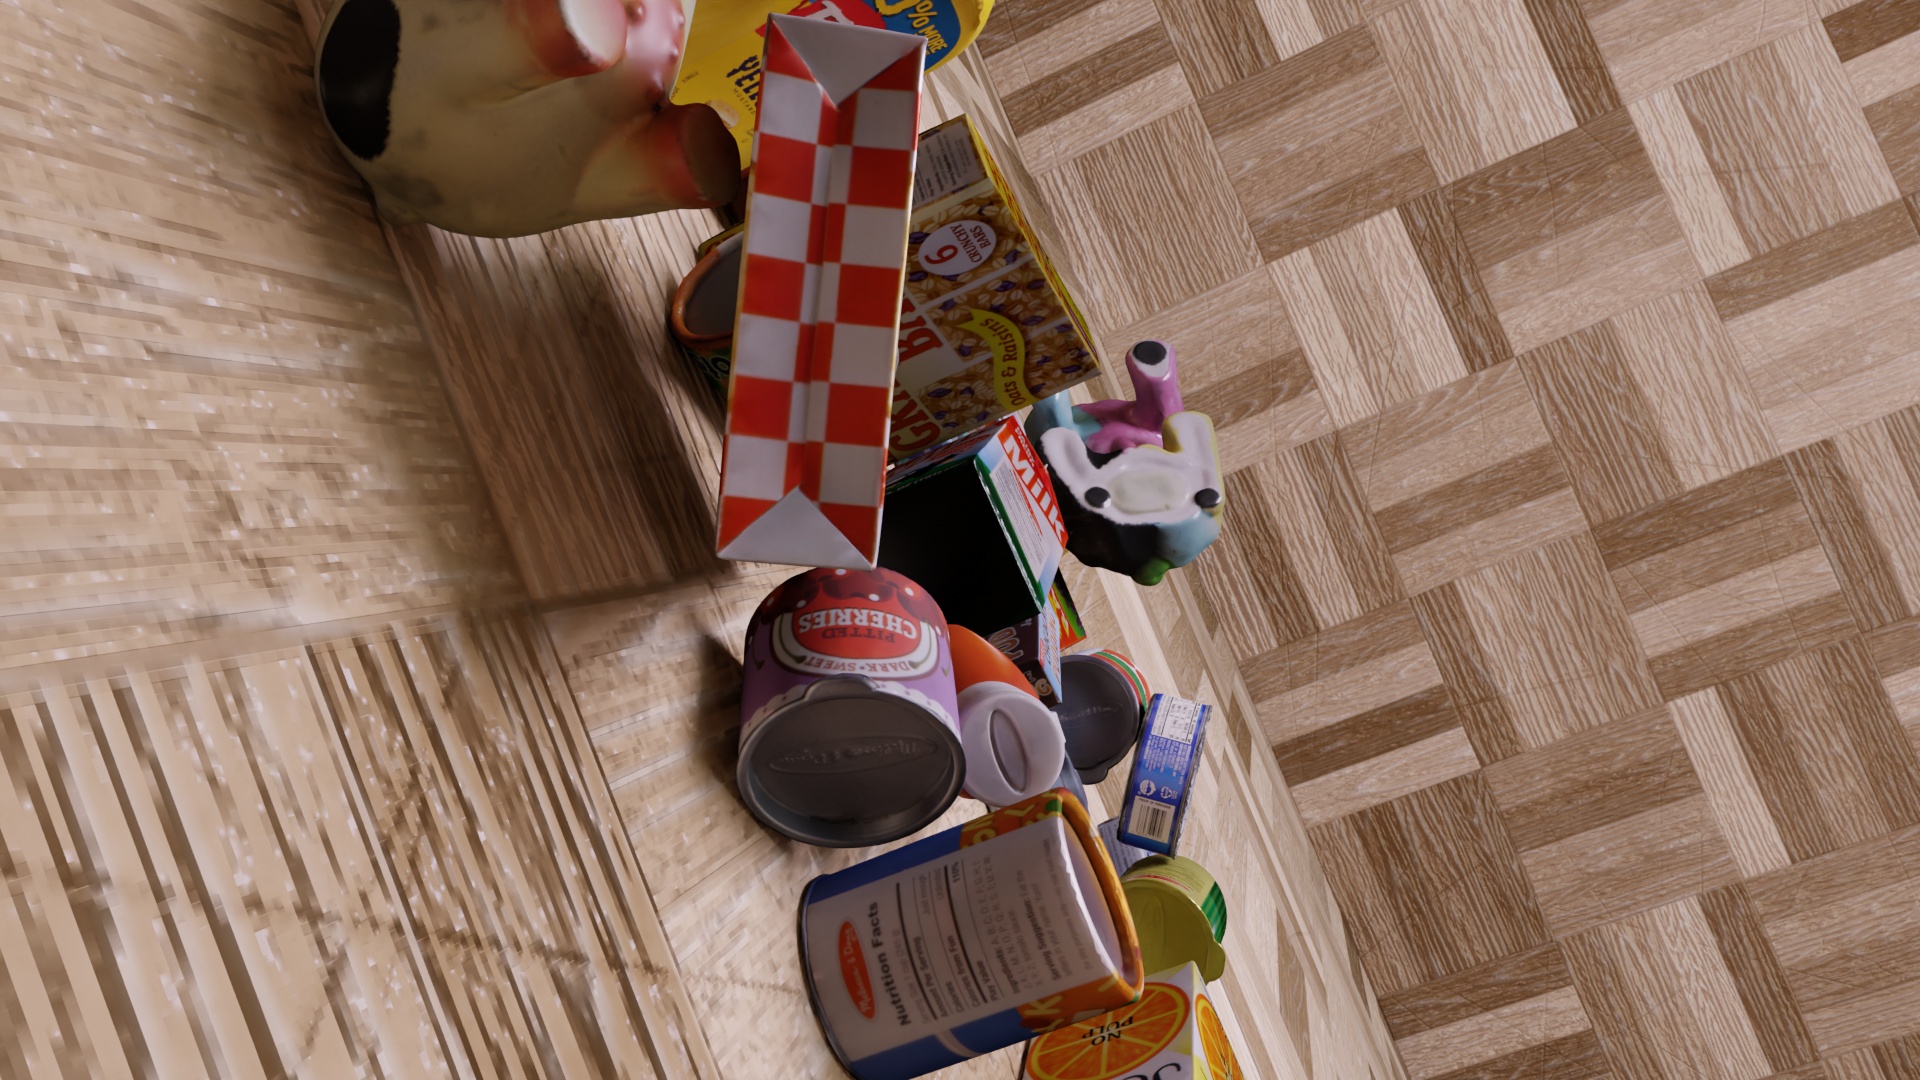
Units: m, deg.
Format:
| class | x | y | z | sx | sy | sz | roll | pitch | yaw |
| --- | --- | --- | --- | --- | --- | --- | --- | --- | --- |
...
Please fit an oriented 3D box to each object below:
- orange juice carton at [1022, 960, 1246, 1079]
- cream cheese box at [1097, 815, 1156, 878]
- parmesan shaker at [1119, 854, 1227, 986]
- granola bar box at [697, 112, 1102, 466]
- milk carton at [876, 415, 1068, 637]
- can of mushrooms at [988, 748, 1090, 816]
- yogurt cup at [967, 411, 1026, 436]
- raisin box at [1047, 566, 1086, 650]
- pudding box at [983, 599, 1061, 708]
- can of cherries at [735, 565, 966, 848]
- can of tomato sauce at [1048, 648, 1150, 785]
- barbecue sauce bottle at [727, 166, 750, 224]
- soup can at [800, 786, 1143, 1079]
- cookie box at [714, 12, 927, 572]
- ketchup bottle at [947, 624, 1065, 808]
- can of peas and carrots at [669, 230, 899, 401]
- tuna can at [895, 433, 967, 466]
| class | x | y | z | sx | sy | sz | roll | pitch | yaw |
| --- | --- | --- | --- | --- | --- | --- | --- | --- | --- |
| orange juice carton | 0.062 | 0.232 | 0.484 | 0.193 | 0.073 | 0.071 | -47 | 114 | -76 |
| cream cheese box | 0.113 | 0.221 | 0.835 | 0.053 | 0.024 | 0.104 | 52 | 19 | -51 |
| parmesan shaker | 0.107 | 0.205 | 0.730 | 0.103 | 0.071 | 0.071 | 21 | 47 | -74 |
| granola bar box | -0.020 | -0.101 | 0.615 | 0.165 | 0.124 | 0.039 | 45 | 24 | -60 |
| milk carton | 0.002 | -0.008 | 0.668 | 0.073 | 0.072 | 0.191 | 66 | 13 | -8 |
| can of mushrooms | 0.038 | 0.125 | 0.669 | 0.071 | 0.033 | 0.071 | 61 | 13 | -25 |
| yogurt cup | 0.003 | -0.073 | 0.826 | 0.072 | 0.054 | 0.072 | -24 | 91 | -78 |
| raisin box | 0.034 | 0.029 | 0.811 | 0.123 | 0.040 | 0.086 | 0 | 68 | -76 |
| pudding box | 0.021 | 0.056 | 0.684 | 0.084 | 0.049 | 0.030 | -83 | 150 | -65 |
| can of cherries | -0.033 | 0.047 | 0.419 | 0.059 | 0.071 | 0.071 | -97 | 161 | -52 |
| can of tomato sauce | 0.074 | 0.098 | 0.793 | 0.083 | 0.071 | 0.071 | 7 | 61 | -77 |
| barbecue sauce bottle | -0.074 | -0.151 | 0.633 | 0.148 | 0.065 | 0.044 | 43 | 23 | -42 |
| soup can | 0.005 | 0.119 | 0.419 | 0.071 | 0.083 | 0.071 | -24 | 91 | -79 |
| cookie box | -0.043 | -0.056 | 0.390 | 0.167 | 0.040 | 0.123 | -177 | -88 | -81 |
| ketchup bottle | 0.006 | 0.065 | 0.505 | 0.149 | 0.043 | 0.064 | 176 | -105 | -82 |
| can of peas and carrots | -0.065 | -0.075 | 0.514 | 0.058 | 0.071 | 0.071 | 56 | 17 | -41 |
| tuna can | -0.020 | -0.063 | 0.759 | 0.071 | 0.033 | 0.071 | 61 | 14 | -25 |
